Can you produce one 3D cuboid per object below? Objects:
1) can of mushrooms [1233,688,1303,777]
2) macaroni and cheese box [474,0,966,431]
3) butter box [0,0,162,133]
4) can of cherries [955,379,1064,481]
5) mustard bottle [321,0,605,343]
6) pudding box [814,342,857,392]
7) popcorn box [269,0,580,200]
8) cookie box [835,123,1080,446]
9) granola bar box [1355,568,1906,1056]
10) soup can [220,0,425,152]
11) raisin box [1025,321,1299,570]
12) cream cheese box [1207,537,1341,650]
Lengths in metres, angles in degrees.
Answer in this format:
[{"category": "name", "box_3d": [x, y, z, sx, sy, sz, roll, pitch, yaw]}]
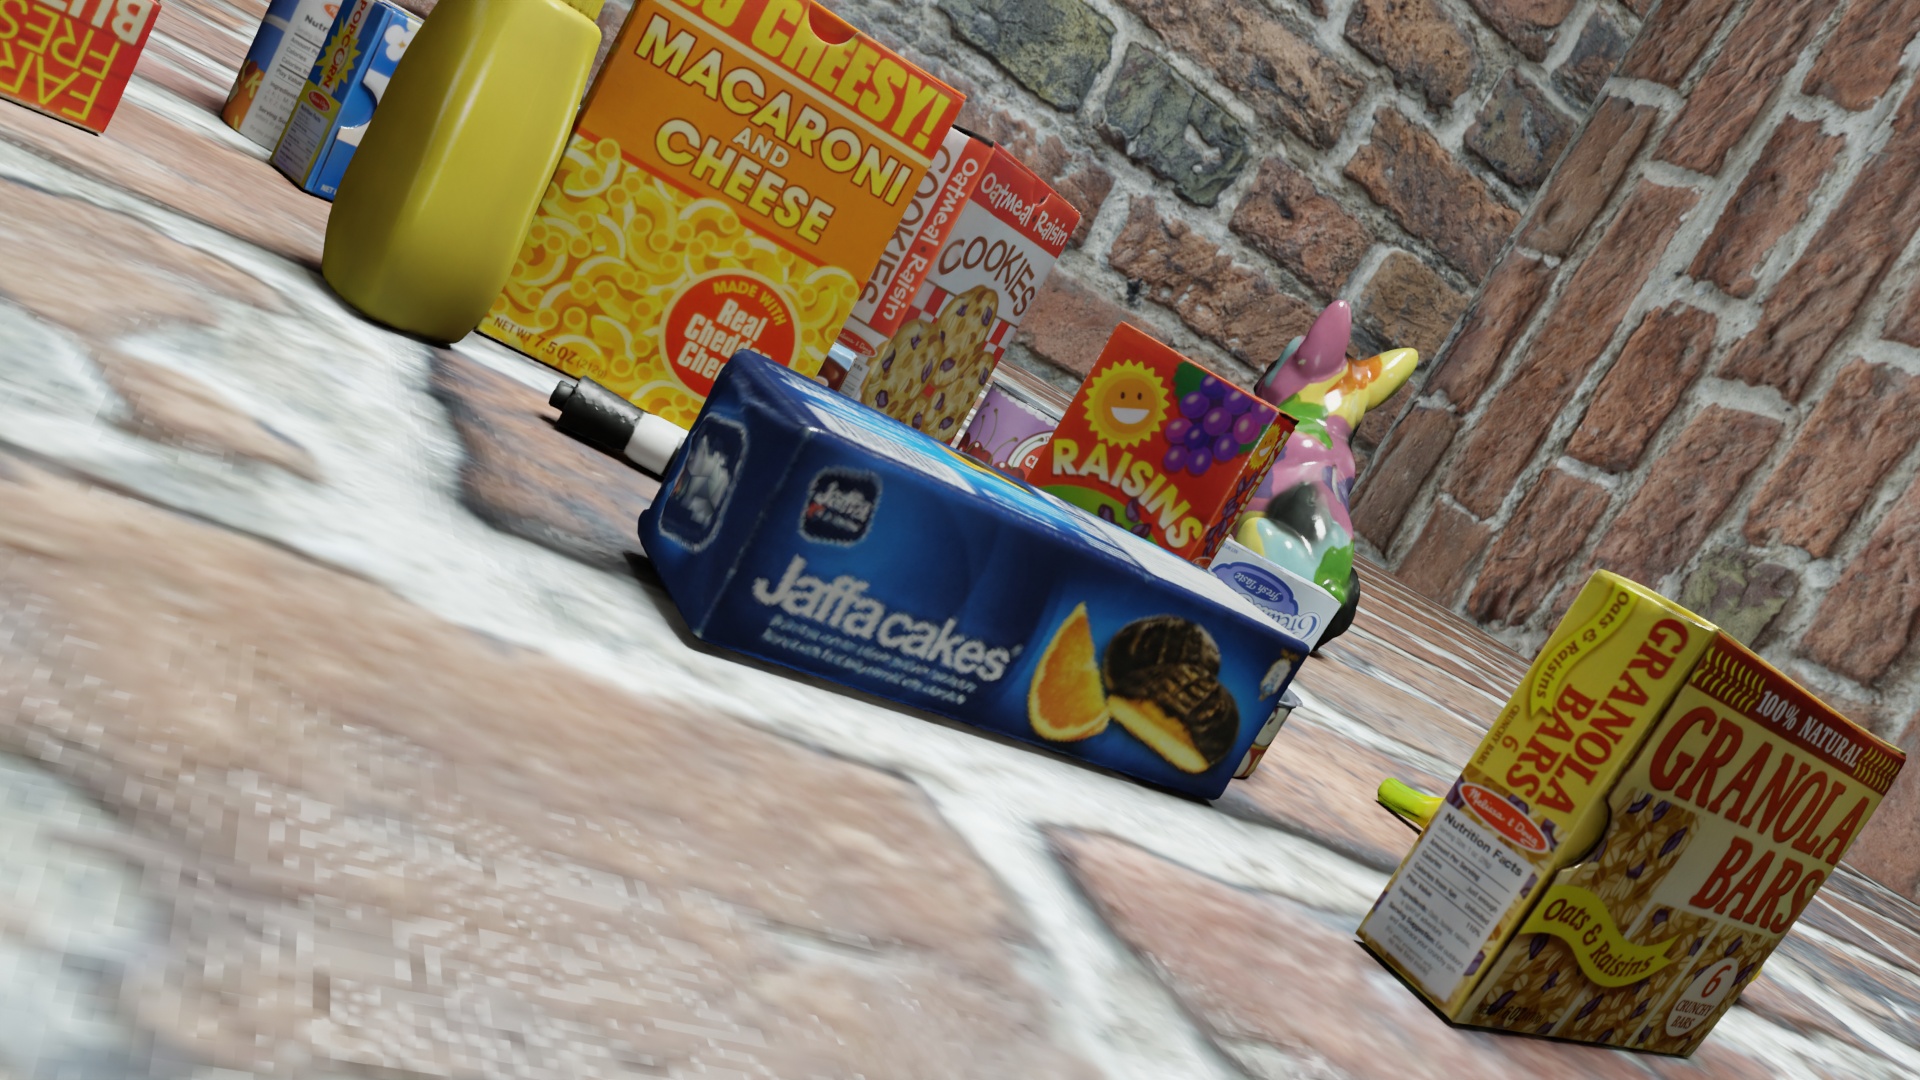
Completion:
[{"category": "can of mushrooms", "box_3d": [0.089, 0.057, 0.512, 0.071, 0.033, 0.071, 29, 10, -5]}, {"category": "macaroni and cheese box", "box_3d": [-0.092, -0.129, 0.535, 0.123, 0.166, 0.040, 26, 10, -25]}, {"category": "butter box", "box_3d": [-0.321, -0.177, 0.444, 0.024, 0.053, 0.103, 37, 12, 38]}, {"category": "can of cherries", "box_3d": [0.038, -0.061, 0.888, 0.071, 0.058, 0.071, 29, 9, -5]}, {"category": "mustard bottle", "box_3d": [-0.154, -0.145, 0.454, 0.049, 0.160, 0.065, 19, 14, -49]}, {"category": "pudding box", "box_3d": [-0.095, -0.084, 0.642, 0.084, 0.049, 0.030, 29, 9, -8]}, {"category": "popcorn box", "box_3d": [-0.233, -0.182, 0.633, 0.038, 0.085, 0.127, 35, 11, 30]}, {"category": "cookie box", "box_3d": [-0.011, -0.122, 0.730, 0.040, 0.167, 0.123, 34, 10, 22]}, {"category": "granola bar box", "box_3d": [0.208, 0.090, 0.417, 0.165, 0.124, 0.039, 22, 12, -39]}, {"category": "soup can", "box_3d": [-0.296, -0.220, 0.650, 0.071, 0.083, 0.071, 29, 9, -5]}, {"category": "raisin box", "box_3d": [0.079, -0.022, 0.614, 0.086, 0.123, 0.040, 34, 10, 24]}, {"category": "cream cheese box", "box_3d": [0.154, 0.032, 0.766, 0.104, 0.053, 0.024, 26, 10, -21]}]
